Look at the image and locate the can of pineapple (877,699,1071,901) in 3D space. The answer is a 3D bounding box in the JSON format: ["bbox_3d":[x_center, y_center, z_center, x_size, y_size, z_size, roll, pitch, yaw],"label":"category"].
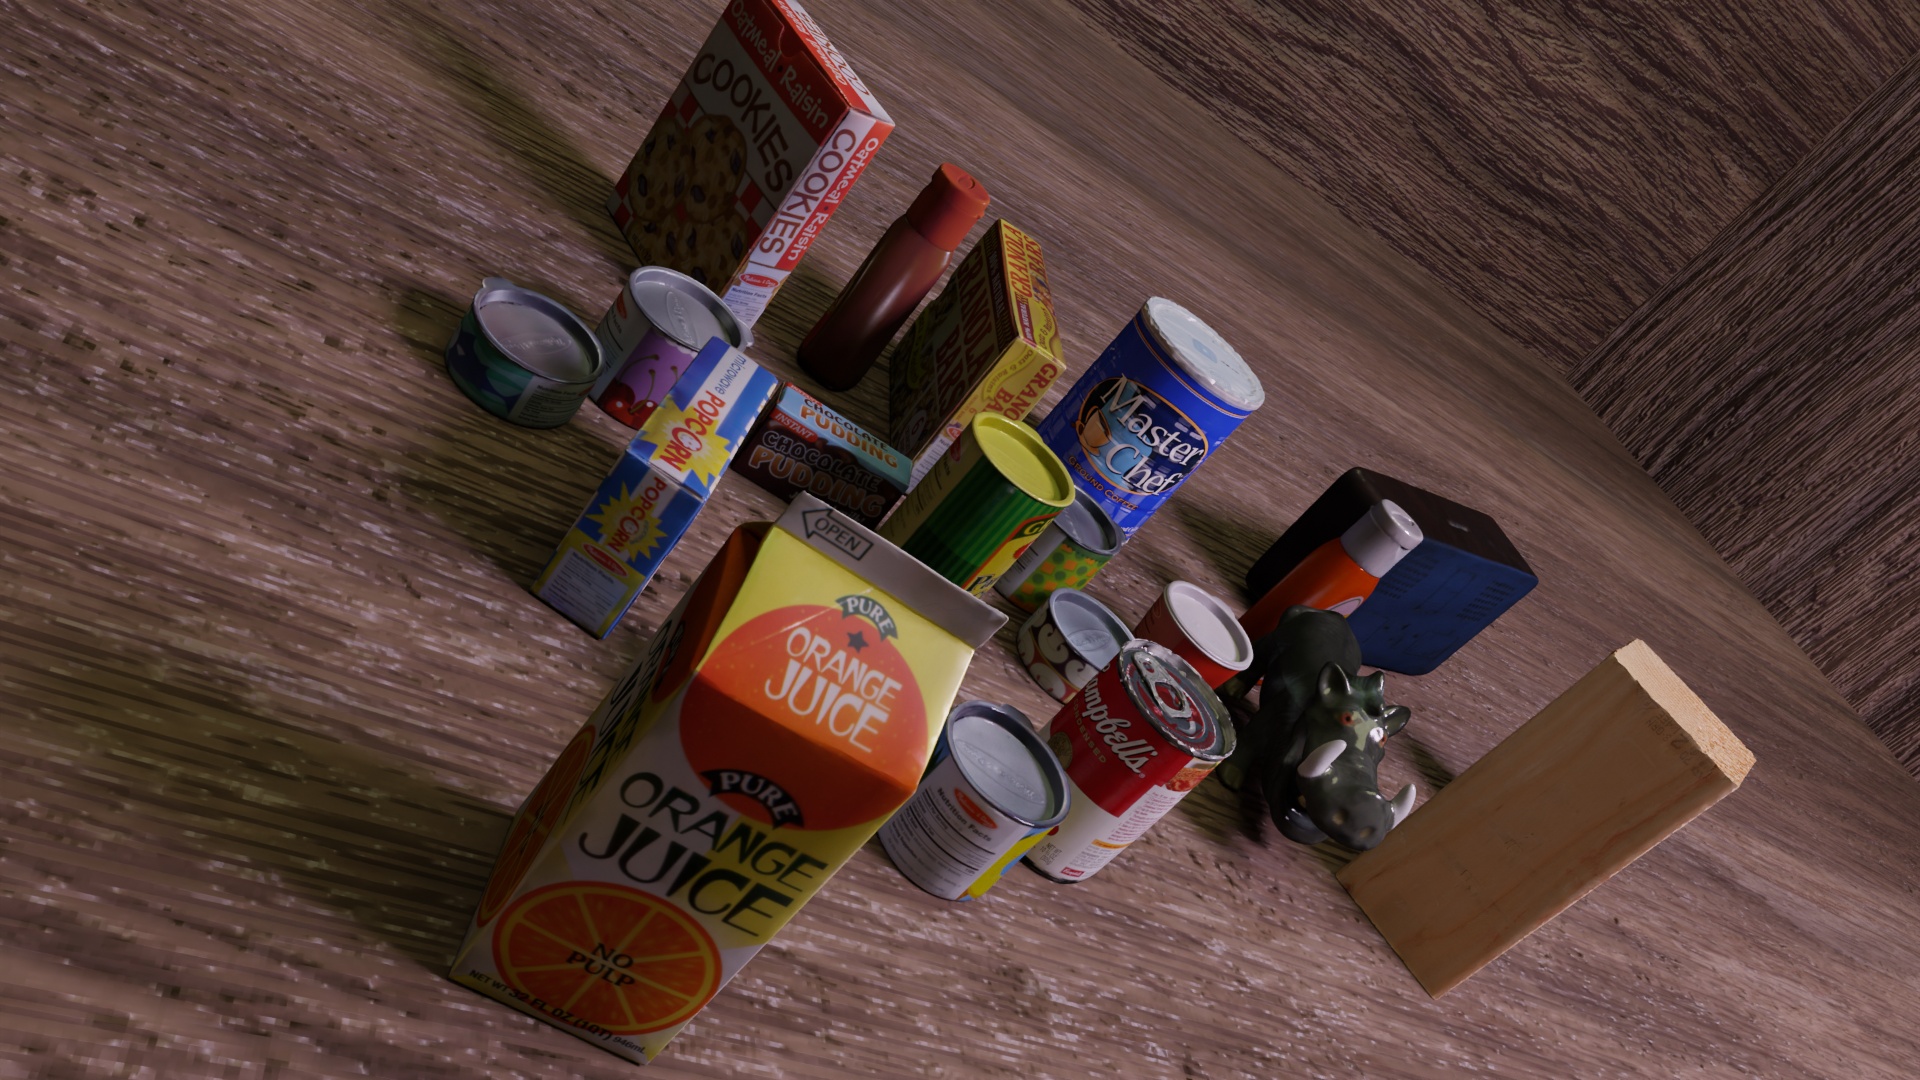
[{"bbox_3d":[0.005,0.112,0.600,0.071,0.057,0.071,31,28,-19],"label":"can of pineapple"}]

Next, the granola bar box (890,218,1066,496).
[{"bbox_3d":[0.005,-0.112,0.858,0.039,0.123,0.166,30,29,-22],"label":"granola bar box"}]

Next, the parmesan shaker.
[{"bbox_3d":[0.003,-0.009,0.726,0.071,0.102,0.072,32,28,-19],"label":"parmesan shaker"}]

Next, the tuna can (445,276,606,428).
[{"bbox_3d":[-0.205,-0.088,0.649,0.071,0.032,0.071,31,28,-19],"label":"tuna can"}]

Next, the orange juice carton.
[{"bbox_3d":[-0.070,0.068,0.418,0.072,0.192,0.073,32,28,-18],"label":"orange juice carton"}]

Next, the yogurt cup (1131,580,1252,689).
[{"bbox_3d":[0.134,0.066,0.839,0.072,0.053,0.073,31,28,-19],"label":"yogurt cup"}]

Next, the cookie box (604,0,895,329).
[{"bbox_3d":[-0.125,-0.214,0.792,0.040,0.166,0.123,3,46,-52],"label":"cookie box"}]

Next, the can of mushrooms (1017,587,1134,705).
[{"bbox_3d":[0.068,0.063,0.780,0.071,0.033,0.071,31,28,-19],"label":"can of mushrooms"}]

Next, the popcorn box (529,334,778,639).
[{"bbox_3d":[-0.129,-0.027,0.601,0.038,0.085,0.127,36,27,-12],"label":"popcorn box"}]

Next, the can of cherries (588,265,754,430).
[{"bbox_3d":[-0.149,-0.094,0.703,0.071,0.058,0.072,31,28,-19],"label":"can of cherries"}]

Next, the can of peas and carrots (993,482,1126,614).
[{"bbox_3d":[0.054,0.003,0.823,0.071,0.058,0.071,31,28,-19],"label":"can of peas and carrots"}]

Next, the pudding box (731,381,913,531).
[{"bbox_3d":[-0.072,-0.041,0.734,0.083,0.049,0.030,32,28,-17],"label":"pudding box"}]

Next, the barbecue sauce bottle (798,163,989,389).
[{"bbox_3d":[-0.040,-0.160,0.844,0.043,0.148,0.065,39,27,-5],"label":"barbecue sauce bottle"}]

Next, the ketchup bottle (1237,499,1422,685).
[{"bbox_3d":[0.237,0.035,0.917,0.065,0.148,0.044,10,41,-47],"label":"ketchup bottle"}]
